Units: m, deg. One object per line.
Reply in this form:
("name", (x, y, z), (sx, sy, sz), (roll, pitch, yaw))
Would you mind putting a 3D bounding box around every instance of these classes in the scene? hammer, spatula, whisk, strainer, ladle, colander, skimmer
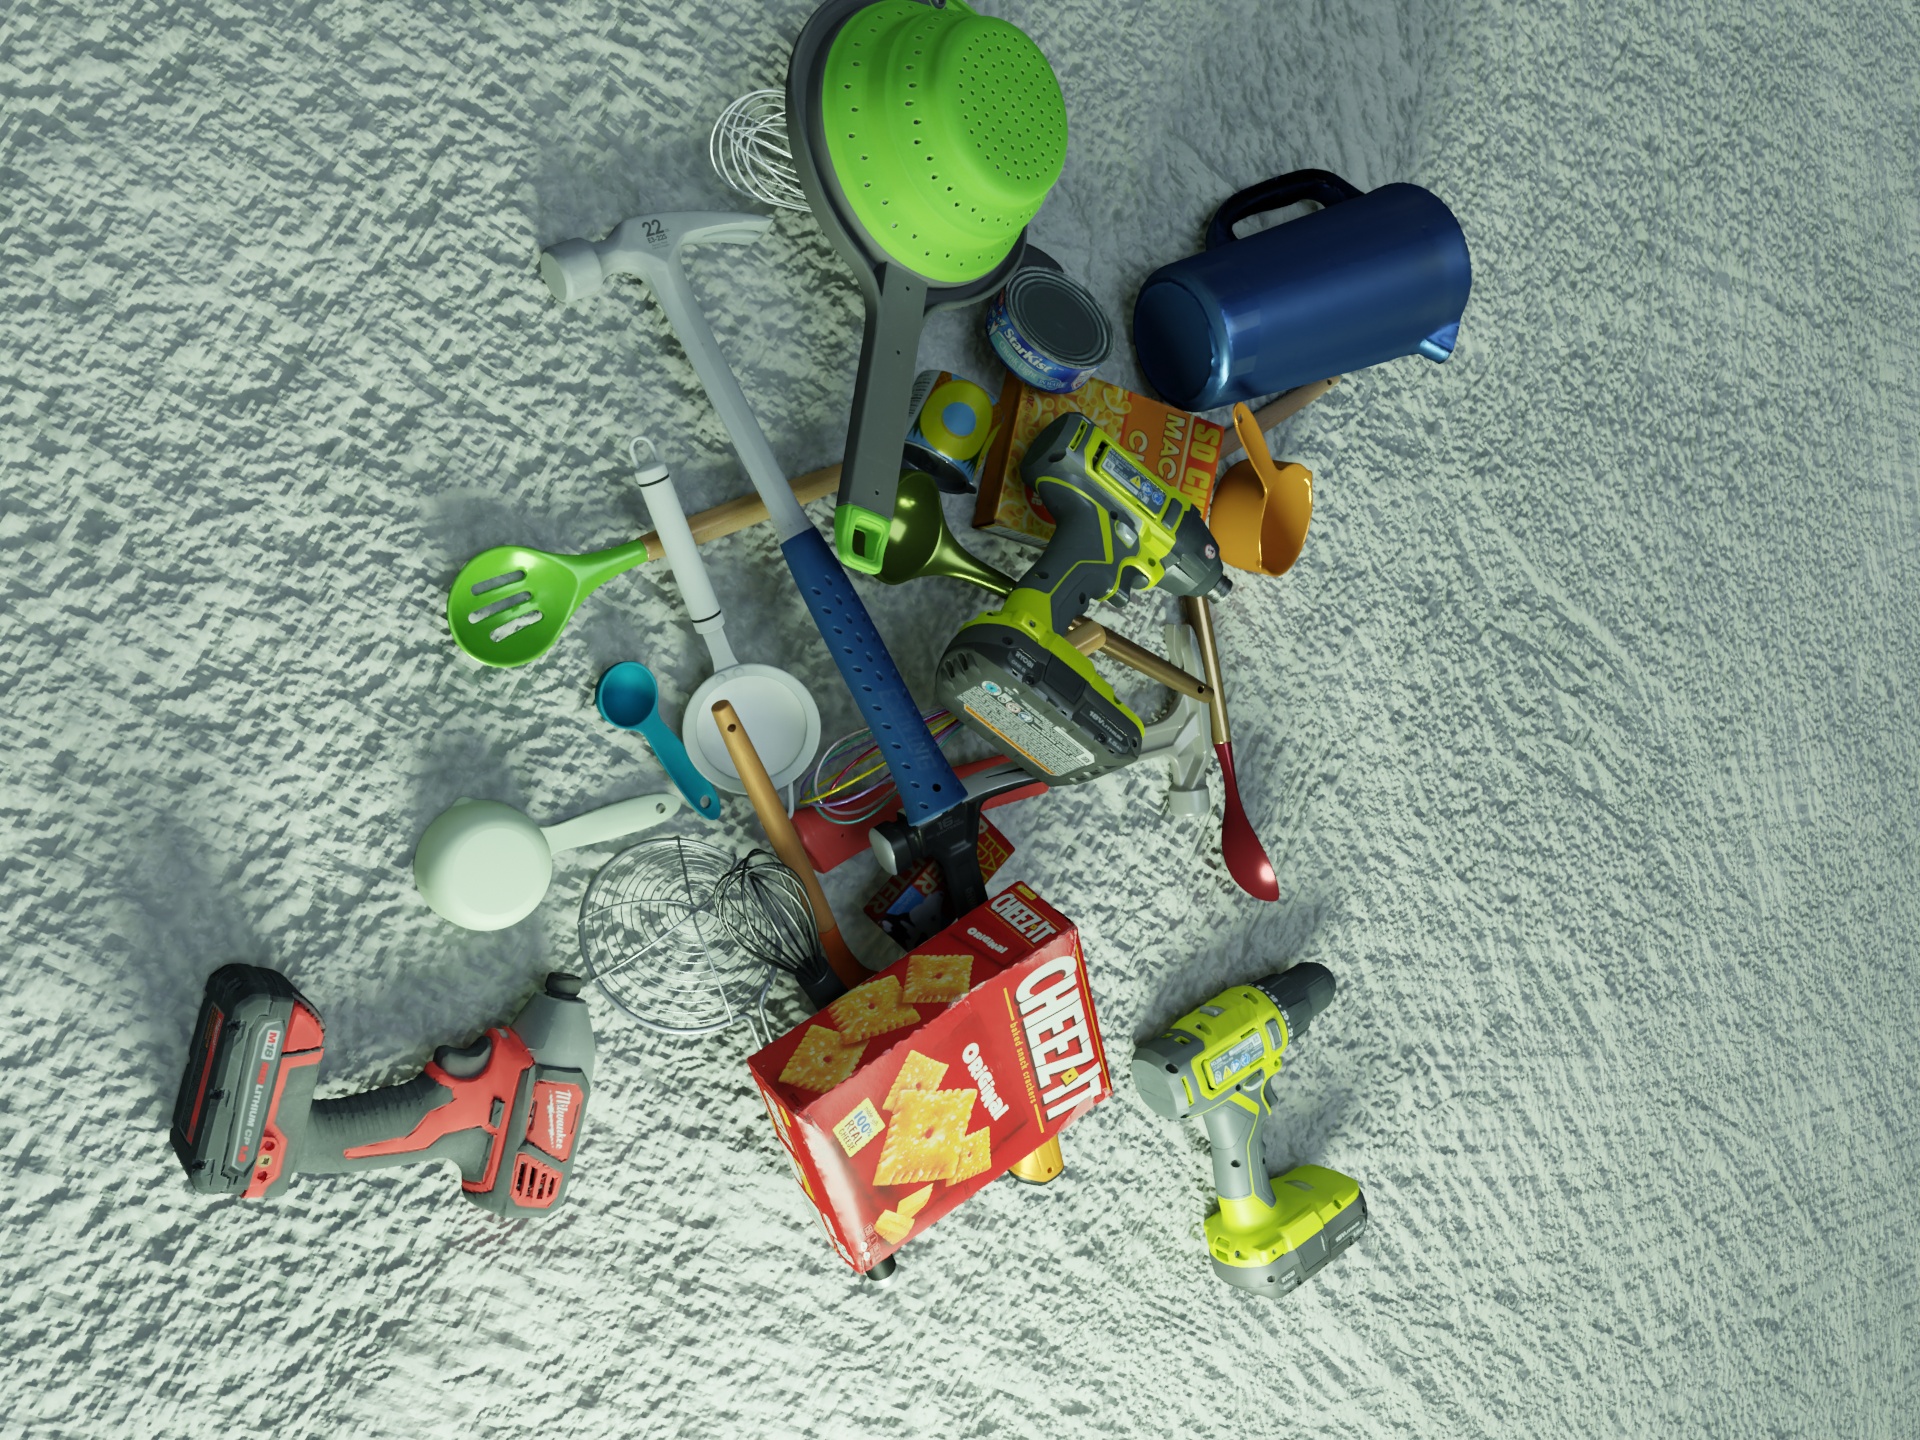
("hammer", (0.036, 0.031, 1.134), (0.359, 0.037, 0.149), (-13, 101, -32))
("spatula", (0.183, -0.202, 1.219), (0.316, 0.018, 0.059), (-33, 108, -25))
("whisk", (-0.038, -0.336, 1.048), (0.284, 0.070, 0.070), (13, 87, -38))
("strainer", (-0.152, -0.056, 0.987), (0.087, 0.050, 0.258), (-19, 114, -3))
("ladle", (0.199, -0.009, 1.231), (0.031, 0.069, 0.315), (-13, 96, -13))
("colander", (-0.012, -0.286, 0.969), (0.204, 0.094, 0.397), (17, 76, -42))
("ladle", (0.060, -0.080, 1.107), (0.320, 0.062, 0.078), (26, 85, -25))
("hammer", (-0.100, -0.126, 0.980), (0.144, 0.035, 0.405), (-29, 94, -29))
("whisk", (-0.091, 0.158, 0.986), (0.055, 0.055, 0.238), (-48, 140, -20))
("skimmer", (-0.131, 0.239, 1.049), (0.127, 0.090, 0.363), (-44, 126, -36))
("whisk", (-0.001, -0.003, 1.058), (0.245, 0.047, 0.051), (-30, 71, -20))
("hammer", (0.033, 0.189, 1.103), (0.127, 0.034, 0.336), (-25, 120, -21))
("spatula", (-0.092, 0.120, 1.030), (0.081, 0.041, 0.322), (-28, 124, -10))

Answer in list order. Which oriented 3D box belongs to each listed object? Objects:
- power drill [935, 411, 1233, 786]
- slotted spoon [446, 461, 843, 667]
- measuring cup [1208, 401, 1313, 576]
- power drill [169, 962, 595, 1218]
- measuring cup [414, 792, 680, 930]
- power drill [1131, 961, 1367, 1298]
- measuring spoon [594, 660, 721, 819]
("power drill", (0.089, -0.075, 1.048), (0.171, 0.080, 0.223), (37, 58, -17))
("slotted spoon", (-0.176, -0.113, 0.993), (0.314, 0.031, 0.070), (-27, 108, -30))
("measuring cup", (0.211, -0.180, 1.188), (0.095, 0.052, 0.173), (-60, 142, -19))
("power drill", (-0.315, 0.204, 0.904), (0.219, 0.079, 0.143), (15, 86, -35))
("measuring cup", (-0.241, 0.075, 0.958), (0.167, 0.038, 0.083), (-17, 103, -28))
("power drill", (0.246, 0.319, 1.271), (0.190, 0.080, 0.228), (-24, 104, -28))
("measuring spoon", (-0.191, 0.016, 1.003), (0.042, 0.021, 0.128), (-50, 127, -28))
